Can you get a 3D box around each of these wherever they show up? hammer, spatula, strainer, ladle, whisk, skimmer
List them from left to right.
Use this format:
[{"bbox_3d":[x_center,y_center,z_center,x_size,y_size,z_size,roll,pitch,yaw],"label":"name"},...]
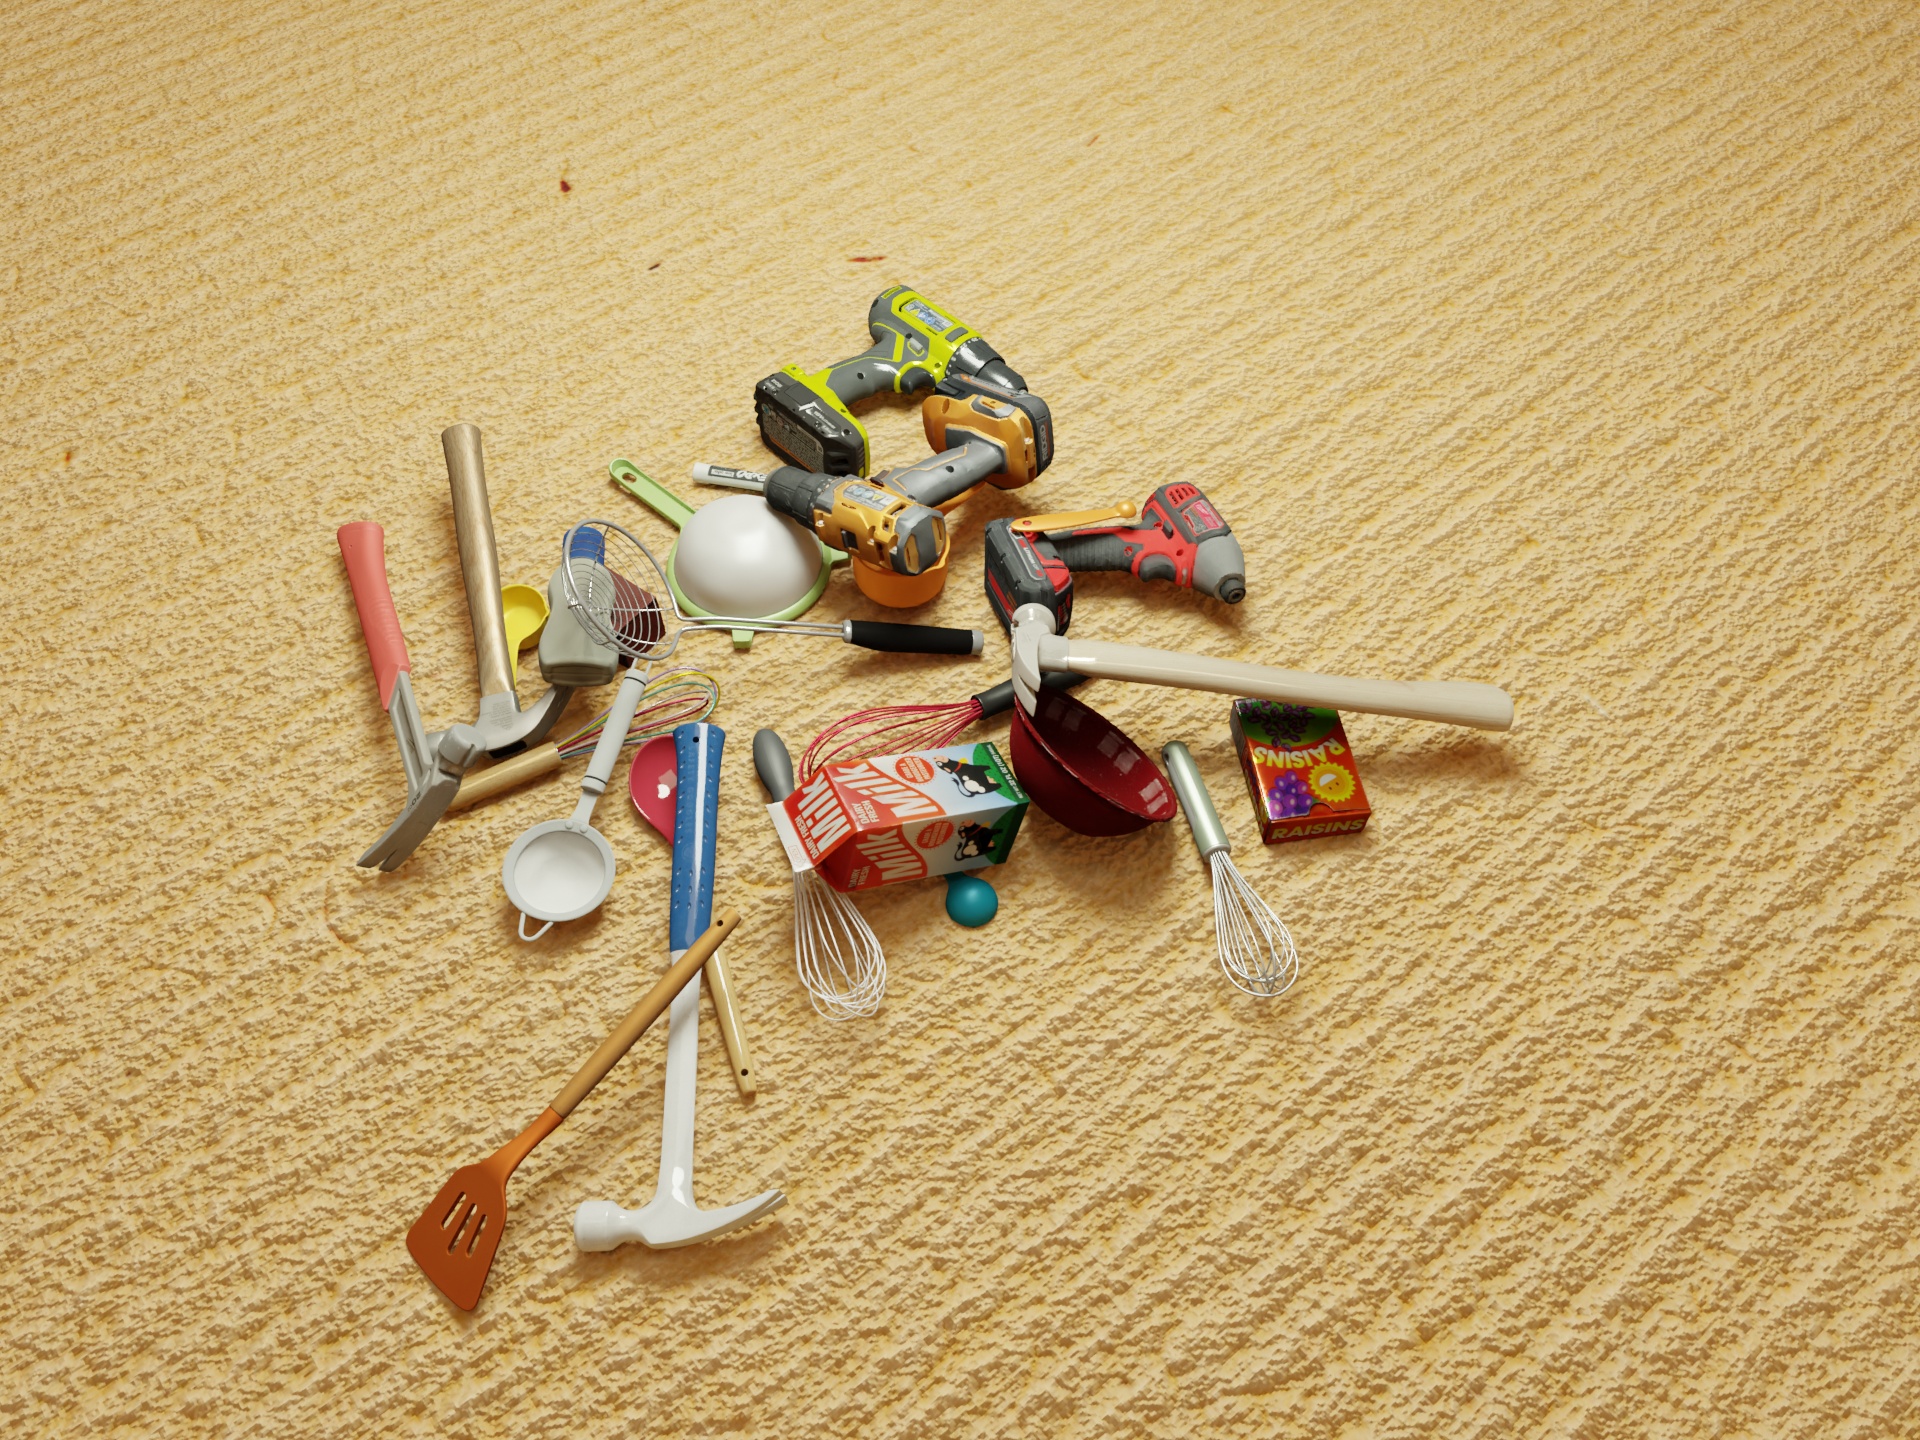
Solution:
[{"bbox_3d":[-0.489,-0.044,1.351,0.149,0.036,0.359,-47,48,19],"label":"hammer"},{"bbox_3d":[-0.414,-0.120,1.386,0.130,0.031,0.332,-14,66,-3],"label":"hammer"},{"bbox_3d":[-0.313,0.022,1.327,0.245,0.047,0.051,-24,66,-10],"label":"whisk"},{"bbox_3d":[-0.265,0.261,1.125,0.081,0.041,0.323,31,70,30],"label":"spatula"},{"bbox_3d":[-0.295,0.061,1.275,0.087,0.050,0.259,17,69,1],"label":"strainer"},{"bbox_3d":[-0.199,0.185,1.191,0.144,0.035,0.406,-4,60,3],"label":"hammer"},{"bbox_3d":[-0.202,0.147,1.248,0.069,0.031,0.316,-17,59,-7],"label":"ladle"},{"bbox_3d":[-0.233,-0.187,1.450,0.256,0.069,0.151,36,63,20],"label":"strainer"},{"bbox_3d":[-0.148,-0.096,1.325,0.363,0.090,0.127,4,53,-16],"label":"skimmer"},{"bbox_3d":[-0.122,0.113,1.255,0.070,0.070,0.285,-16,53,-11],"label":"whisk"},{"bbox_3d":[-0.002,-0.004,1.336,0.296,0.073,0.073,-23,58,-22],"label":"whisk"},{"bbox_3d":[0.205,0.112,1.260,0.059,0.057,0.247,-10,51,-9],"label":"whisk"},{"bbox_3d":[0.244,-0.026,1.282,0.410,0.038,0.146,7,27,-3],"label":"hammer"}]

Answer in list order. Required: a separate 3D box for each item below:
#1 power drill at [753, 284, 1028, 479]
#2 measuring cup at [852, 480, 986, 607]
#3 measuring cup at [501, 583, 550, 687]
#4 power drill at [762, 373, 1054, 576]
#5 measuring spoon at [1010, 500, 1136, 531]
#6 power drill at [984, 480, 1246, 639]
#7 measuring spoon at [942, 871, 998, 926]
[{"bbox_3d":[-0.066,-0.318,1.538,0.228,0.080,0.191,-38,62,-26],"label":"power drill"},{"bbox_3d":[-0.028,-0.167,1.451,0.095,0.052,0.174,31,54,22],"label":"measuring cup"},{"bbox_3d":[-0.391,-0.044,1.386,0.062,0.029,0.157,0,67,2],"label":"measuring cup"},{"bbox_3d":[-0.048,-0.223,1.414,0.185,0.084,0.226,25,51,33],"label":"power drill"},{"bbox_3d":[0.099,-0.179,1.387,0.117,0.011,0.021,-10,45,-14],"label":"measuring spoon"},{"bbox_3d":[0.141,-0.136,1.406,0.219,0.078,0.143,-14,47,-13],"label":"power drill"},{"bbox_3d":[-0.012,0.108,1.275,0.042,0.021,0.129,-25,60,-16],"label":"measuring spoon"}]
